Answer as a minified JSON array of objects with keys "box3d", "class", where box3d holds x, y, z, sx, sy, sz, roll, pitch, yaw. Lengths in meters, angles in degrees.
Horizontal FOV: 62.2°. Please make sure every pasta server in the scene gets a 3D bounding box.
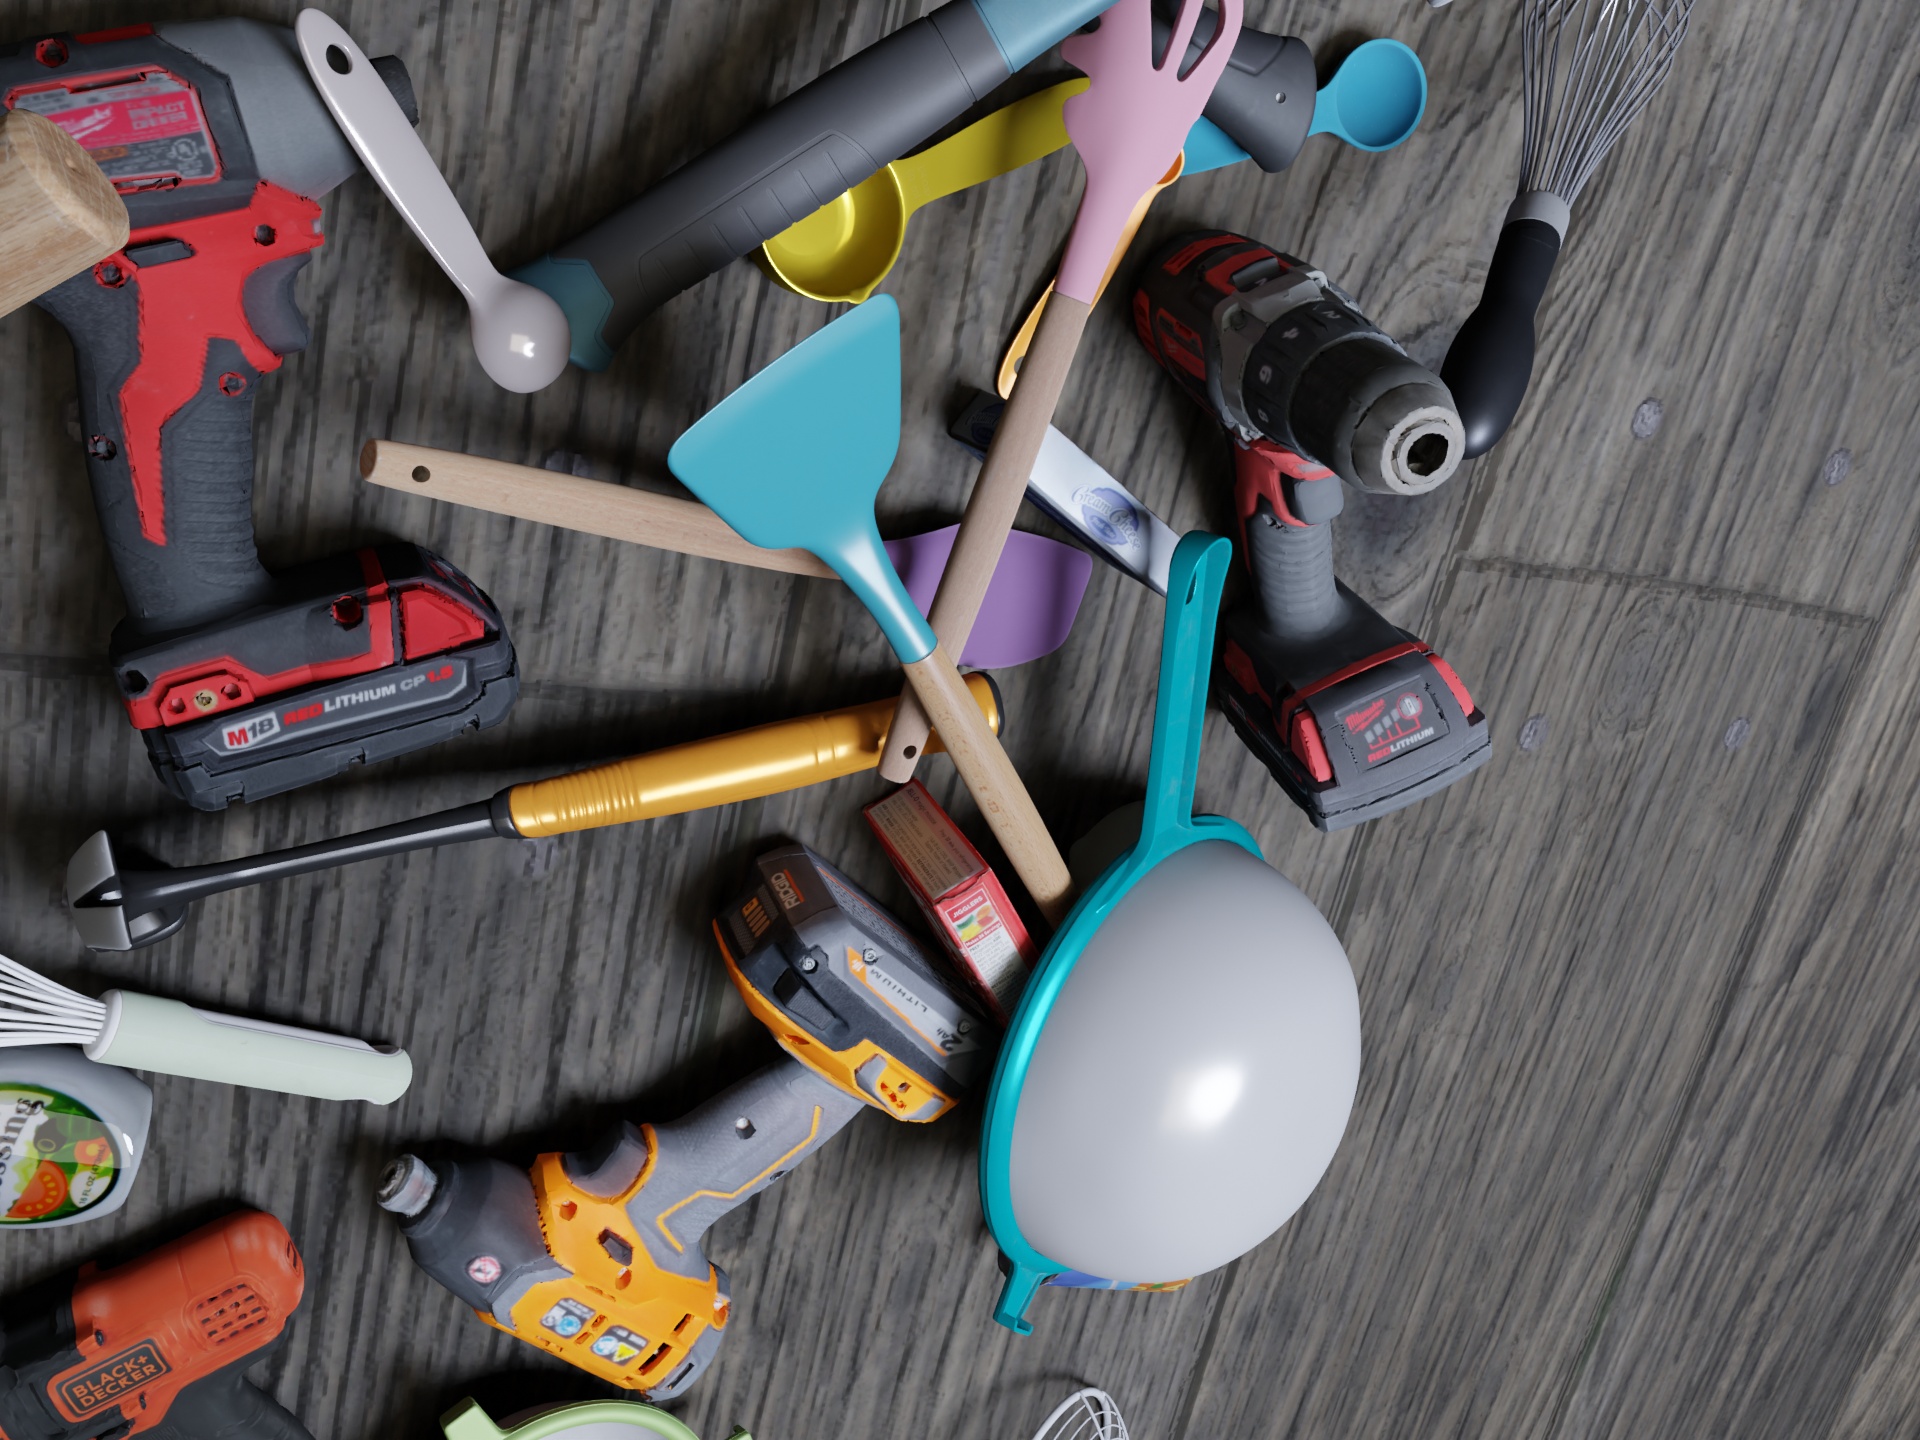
[{"box3d":[0.027,-0.124,0.563,0.060,0.040,0.316,15,106,-22],"class":"pasta server"}]

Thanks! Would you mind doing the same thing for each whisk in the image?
[{"box3d":[0.224,-0.210,0.603,0.070,0.070,0.285,42,61,-33],"class":"whisk"},{"box3d":[-0.296,0.100,0.534,0.246,0.058,0.059,25,75,-43],"class":"whisk"}]

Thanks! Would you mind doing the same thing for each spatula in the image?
[{"box3d":[-0.001,-0.002,0.560,0.082,0.044,0.317,-39,129,-11],"class":"spatula"},{"box3d":[-0.061,-0.060,0.571,0.315,0.018,0.059,8,107,-45],"class":"spatula"}]

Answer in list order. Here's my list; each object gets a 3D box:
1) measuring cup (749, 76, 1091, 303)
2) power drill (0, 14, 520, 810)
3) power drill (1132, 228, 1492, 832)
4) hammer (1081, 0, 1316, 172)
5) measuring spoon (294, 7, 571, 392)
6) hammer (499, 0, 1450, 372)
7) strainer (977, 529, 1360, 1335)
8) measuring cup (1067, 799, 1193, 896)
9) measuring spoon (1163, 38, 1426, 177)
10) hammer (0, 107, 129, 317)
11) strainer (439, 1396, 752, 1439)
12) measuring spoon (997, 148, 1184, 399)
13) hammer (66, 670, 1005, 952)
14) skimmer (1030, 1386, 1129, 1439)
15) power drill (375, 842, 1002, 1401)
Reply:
[{"box3d":[-0.011,-0.201,0.577,0.156,0.029,0.062,-32,120,-22],"class":"measuring cup"},{"box3d":[-0.215,-0.096,0.488,0.143,0.079,0.219,-19,115,-19],"class":"power drill"},{"box3d":[0.143,-0.066,0.613,0.080,0.188,0.226,-24,124,-4],"class":"power drill"},{"box3d":[-0.007,-0.278,0.528,0.334,0.035,0.146,23,99,-29],"class":"hammer"},{"box3d":[-0.151,-0.151,0.469,0.034,0.018,0.124,-60,136,-34],"class":"measuring spoon"},{"box3d":[-0.002,-0.208,0.502,0.331,0.033,0.128,-29,103,10],"class":"hammer"},{"box3d":[0.110,0.095,0.638,0.211,0.095,0.340,-25,127,-44],"class":"strainer"},{"box3d":[0.069,0.118,0.739,0.083,0.038,0.167,24,97,-32],"class":"measuring cup"},{"box3d":[0.123,-0.238,0.632,0.128,0.021,0.042,-17,113,-9],"class":"measuring spoon"},{"box3d":[-0.351,-0.055,0.398,0.331,0.031,0.130,-28,120,10],"class":"hammer"},{"box3d":[-0.202,0.407,0.689,0.151,0.069,0.256,24,84,-34],"class":"strainer"},{"box3d":[0.048,-0.176,0.619,0.021,0.011,0.117,28,104,-25],"class":"measuring spoon"},{"box3d":[-0.129,0.026,0.569,0.336,0.127,0.034,-13,88,-28],"class":"hammer"},{"box3d":[-0.079,0.409,0.797,0.363,0.090,0.127,2,107,-16],"class":"skimmer"},{"box3d":[-0.112,0.162,0.646,0.226,0.084,0.164,-46,123,2],"class":"power drill"}]
